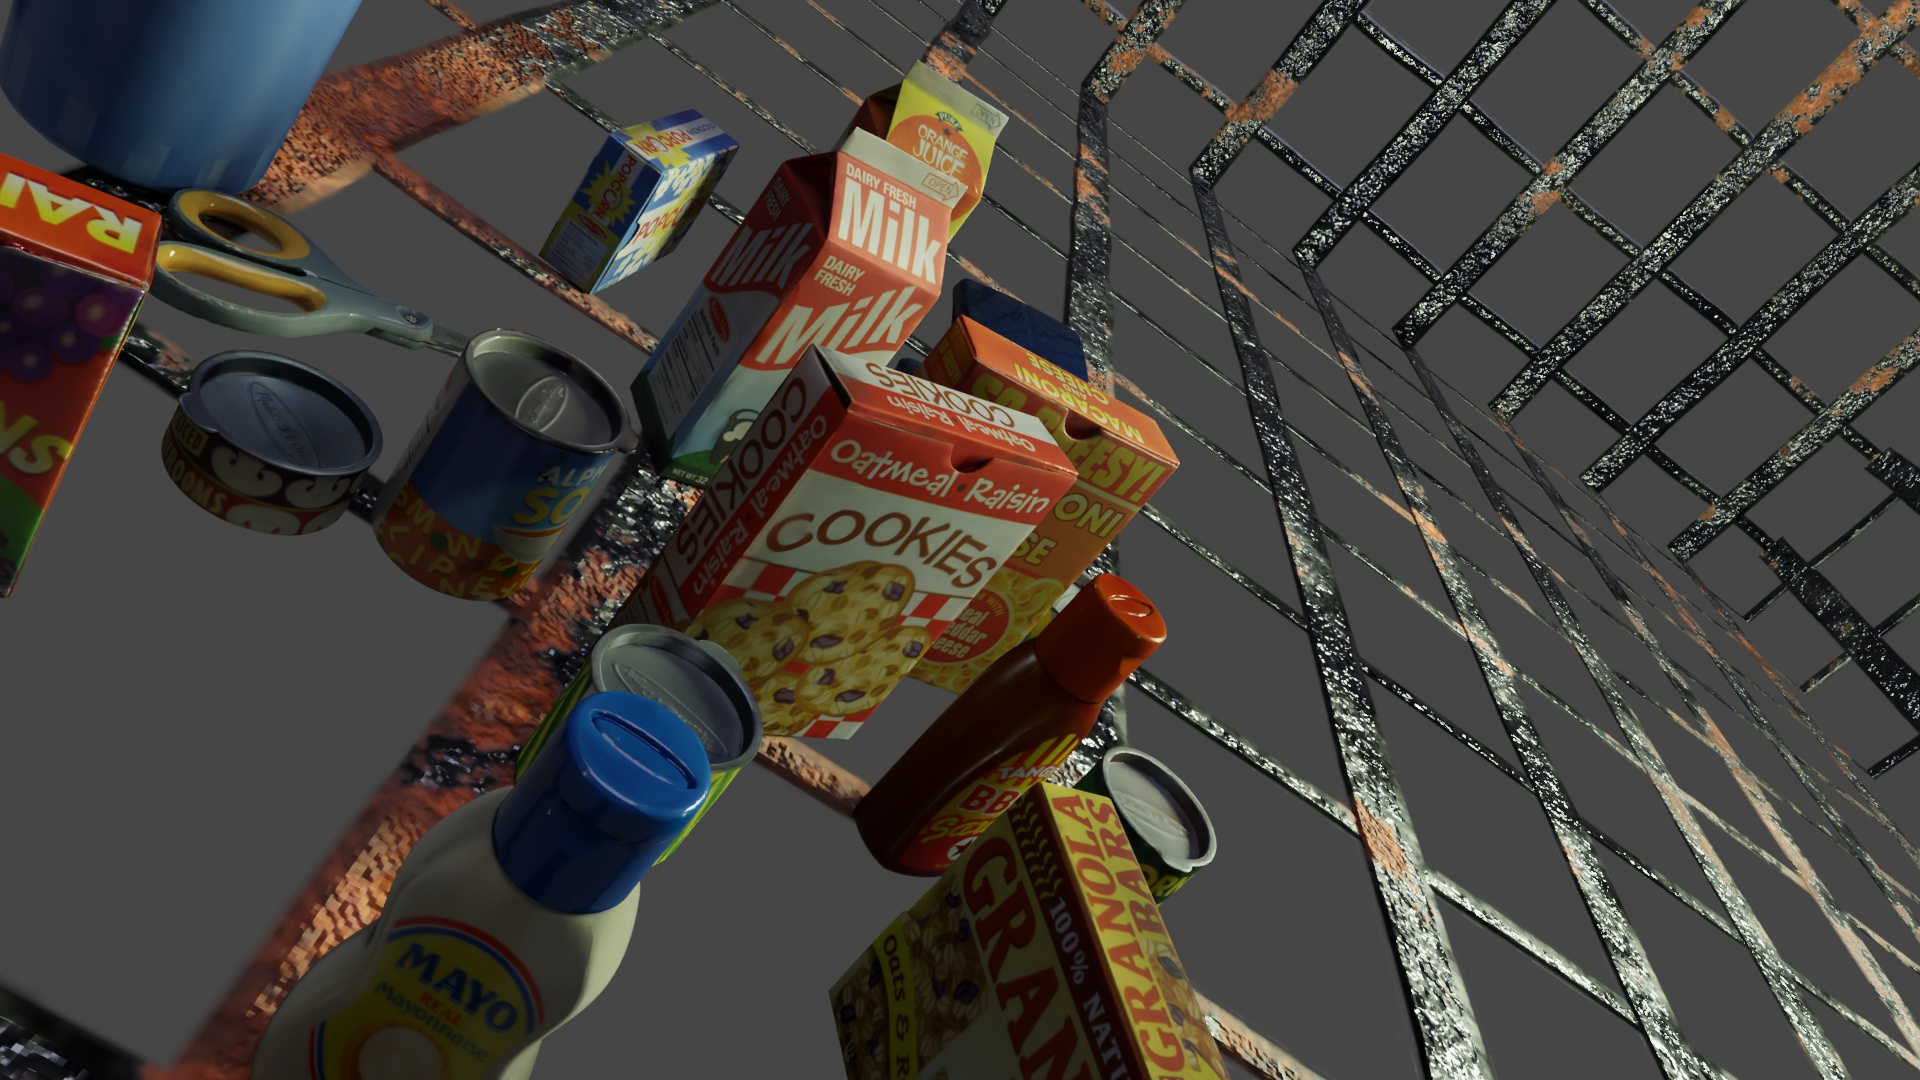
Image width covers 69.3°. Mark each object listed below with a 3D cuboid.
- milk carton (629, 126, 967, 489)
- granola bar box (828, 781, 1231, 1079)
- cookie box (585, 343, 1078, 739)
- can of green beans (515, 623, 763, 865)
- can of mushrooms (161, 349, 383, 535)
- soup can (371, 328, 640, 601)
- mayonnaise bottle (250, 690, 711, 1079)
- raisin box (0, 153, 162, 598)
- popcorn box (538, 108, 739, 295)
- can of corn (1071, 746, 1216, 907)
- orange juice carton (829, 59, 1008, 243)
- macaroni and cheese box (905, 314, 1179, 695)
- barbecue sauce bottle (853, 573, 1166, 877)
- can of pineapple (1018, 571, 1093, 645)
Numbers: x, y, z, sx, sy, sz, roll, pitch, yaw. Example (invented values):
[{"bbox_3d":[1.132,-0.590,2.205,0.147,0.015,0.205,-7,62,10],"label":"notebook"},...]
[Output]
[{"bbox_3d":[-0.078,-0.112,0.681,0.072,0.189,0.074,18,33,-40],"label":"milk carton"},{"bbox_3d":[0.022,0.176,0.422,0.039,0.123,0.166,22,30,-34],"label":"granola bar box"},{"bbox_3d":[-0.050,0.010,0.545,0.123,0.166,0.040,13,36,-45],"label":"cookie box"},{"bbox_3d":[-0.112,0.072,0.485,0.071,0.057,0.071,32,26,-17],"label":"can of green beans"},{"bbox_3d":[-0.250,-0.035,0.501,0.071,0.033,0.071,32,26,-17],"label":"can of mushrooms"},{"bbox_3d":[-0.174,-0.026,0.531,0.071,0.083,0.072,32,26,-17],"label":"soup can"},{"bbox_3d":[-0.114,0.097,0.336,0.065,0.147,0.041,37,25,-7],"label":"mayonnaise bottle"},{"bbox_3d":[-0.281,-0.048,0.371,0.086,0.123,0.040,22,30,-35],"label":"raisin box"},{"bbox_3d":[-0.183,-0.198,0.804,0.038,0.085,0.127,38,25,-6],"label":"popcorn box"},{"bbox_3d":[0.073,0.139,0.632,0.071,0.058,0.071,32,26,-17],"label":"can of corn"},{"bbox_3d":[-0.054,-0.200,0.859,0.072,0.192,0.073,25,29,-30],"label":"orange juice carton"},{"bbox_3d":[0.002,-0.008,0.650,0.123,0.165,0.040,24,29,-32],"label":"macaroni and cheese box"},{"bbox_3d":[0.022,0.075,0.559,0.065,0.148,0.044,10,38,-48],"label":"barbecue sauce bottle"},{"bbox_3d":[0.048,0.051,0.743,0.071,0.057,0.071,32,26,-17],"label":"can of pineapple"}]
